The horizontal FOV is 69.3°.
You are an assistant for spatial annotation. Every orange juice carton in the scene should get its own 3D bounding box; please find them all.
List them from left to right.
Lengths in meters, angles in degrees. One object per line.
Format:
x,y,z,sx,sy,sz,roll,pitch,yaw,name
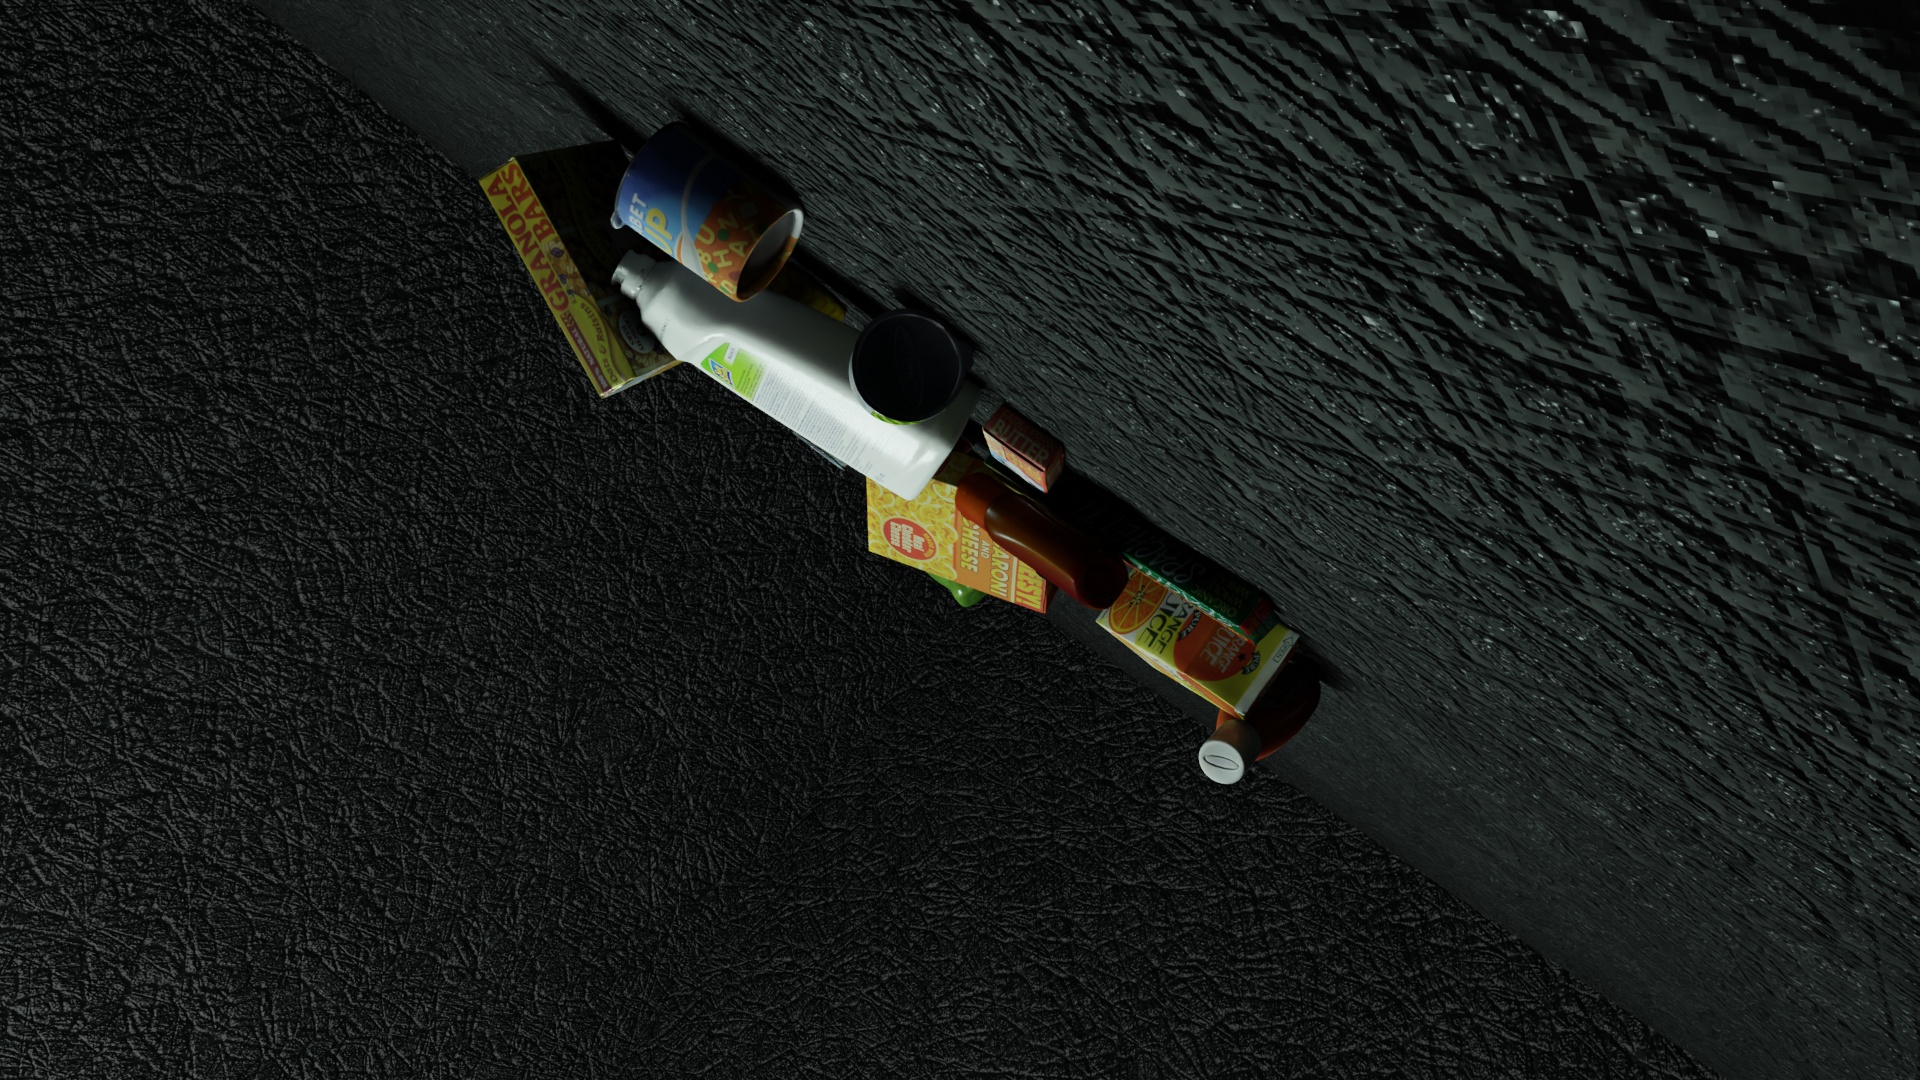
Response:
0.187,0.076,1.063,0.073,0.072,0.193,37,177,-22,orange juice carton

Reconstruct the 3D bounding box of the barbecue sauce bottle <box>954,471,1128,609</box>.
0.055,-0.004,1.027,0.149,0.043,0.064,35,177,40,barbecue sauce bottle

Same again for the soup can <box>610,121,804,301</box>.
-0.142,-0.181,0.780,0.084,0.071,0.071,36,177,5,soup can

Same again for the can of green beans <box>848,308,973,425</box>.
-0.033,-0.102,0.830,0.071,0.071,0.058,37,178,-6,can of green beans

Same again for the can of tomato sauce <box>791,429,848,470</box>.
-0.118,-0.123,1.384,0.071,0.083,0.071,36,177,2,can of tomato sauce

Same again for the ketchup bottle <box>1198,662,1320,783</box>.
0.229,0.140,1.078,0.065,0.043,0.149,10,-156,29,ketchup bottle

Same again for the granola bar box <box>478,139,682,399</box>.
-0.247,-0.195,0.979,0.165,0.039,0.125,62,-153,-9,granola bar box

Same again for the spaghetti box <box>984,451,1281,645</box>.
0.120,-0.003,1.010,0.250,0.028,0.050,35,177,33,spaghetti box

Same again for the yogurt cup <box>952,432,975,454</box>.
-0.029,-0.084,1.232,0.072,0.054,0.072,36,178,2,yogurt cup

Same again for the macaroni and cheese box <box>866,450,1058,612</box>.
0.004,-0.014,1.154,0.166,0.040,0.123,20,142,14,macaroni and cheese box

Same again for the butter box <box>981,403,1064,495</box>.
0.045,-0.062,0.973,0.053,0.024,0.103,37,177,8,butter box

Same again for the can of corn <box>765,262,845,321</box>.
-0.127,-0.165,1.020,0.071,0.058,0.071,36,177,2,can of corn
